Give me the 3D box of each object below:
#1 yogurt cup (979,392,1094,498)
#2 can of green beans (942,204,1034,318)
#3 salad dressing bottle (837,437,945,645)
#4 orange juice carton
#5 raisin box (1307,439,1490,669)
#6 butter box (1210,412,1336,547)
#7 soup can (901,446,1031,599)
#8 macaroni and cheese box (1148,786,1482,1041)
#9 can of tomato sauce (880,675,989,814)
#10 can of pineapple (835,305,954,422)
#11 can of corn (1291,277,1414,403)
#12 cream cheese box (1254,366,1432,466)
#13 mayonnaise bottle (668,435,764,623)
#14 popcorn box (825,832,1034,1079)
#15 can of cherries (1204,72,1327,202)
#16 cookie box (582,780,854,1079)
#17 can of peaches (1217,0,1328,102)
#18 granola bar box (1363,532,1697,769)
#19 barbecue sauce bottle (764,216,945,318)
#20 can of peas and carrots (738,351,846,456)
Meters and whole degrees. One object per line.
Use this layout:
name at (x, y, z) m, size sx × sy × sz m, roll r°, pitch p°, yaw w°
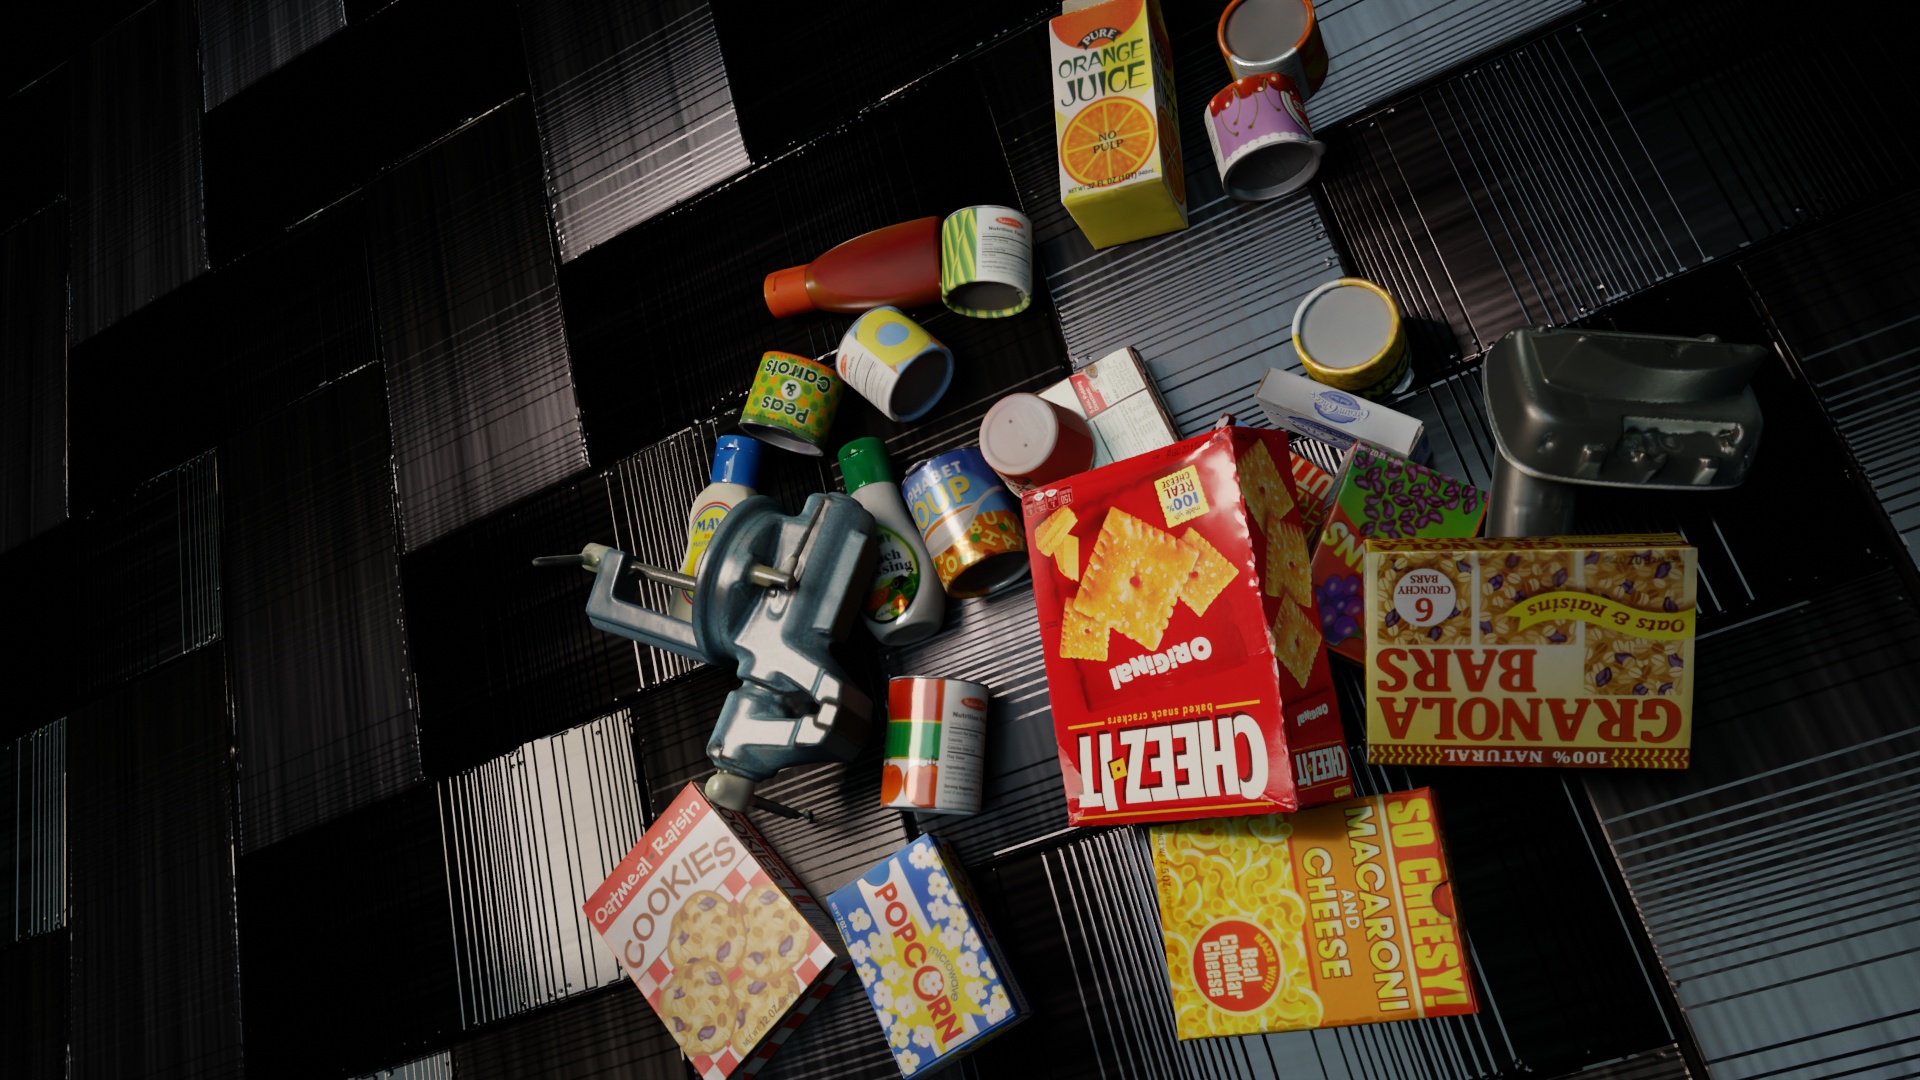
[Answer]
yogurt cup at (0.047, -0.063, 0.903) m, size 0.072 × 0.054 × 0.072 m, roll -6°, pitch 75°, yaw 24°
can of green beans at (0.020, -0.198, 0.993) m, size 0.071 × 0.071 × 0.058 m, roll -6°, pitch 73°, yaw 22°
salad dressing bottle at (-0.053, -0.001, 0.977) m, size 0.064 × 0.044 × 0.148 m, roll -26°, pitch 65°, yaw 21°
orange juice carton at (0.111, -0.313, 0.985) m, size 0.072 × 0.073 × 0.193 m, roll -10°, pitch 70°, yaw 21°
raisin box at (0.251, 0.014, 0.827) m, size 0.086 × 0.040 × 0.123 m, roll 23°, pitch 84°, yaw 4°
butter box at (0.197, -0.034, 0.889) m, size 0.104 × 0.024 × 0.053 m, roll 36°, pitch 91°, yaw 28°
soup can at (0.003, -0.012, 0.941) m, size 0.071 × 0.071 × 0.084 m, roll -30°, pitch 65°, yaw 13°
macaroni and cheese box at (0.201, 0.217, 0.801) m, size 0.166 × 0.040 × 0.124 m, roll -13°, pitch 70°, yaw 20°
can of tomato sauce at (-0.018, 0.135, 0.909) m, size 0.071 × 0.071 × 0.083 m, roll -2°, pitch 74°, yaw 23°
can of pineapple at (-0.045, -0.128, 1.001) m, size 0.058 × 0.071 × 0.071 m, roll 41°, pitch 93°, yaw 27°
can of corn at (0.249, -0.123, 0.874) m, size 0.071 × 0.058 × 0.071 m, roll -7°, pitch 72°, yaw 22°
cream cheese box at (0.239, -0.074, 0.866) m, size 0.104 × 0.053 × 0.024 m, roll 26°, pitch 88°, yaw 28°
mayonnaise bottle at (-0.175, -0.003, 1.033) m, size 0.065 × 0.041 × 0.148 m, roll 1°, pitch 76°, yaw 22°
popcorn box at (-0.020, 0.264, 0.885) m, size 0.085 × 0.038 × 0.127 m, roll -35°, pitch 64°, yaw 12°
can of cherries at (0.205, -0.272, 0.935) m, size 0.071 × 0.071 × 0.058 m, roll -17°, pitch 67°, yaw 18°
cookie box at (-0.167, 0.266, 0.947) m, size 0.123 × 0.040 × 0.168 m, roll -49°, pitch 62°, yaw 3°
can of peaches at (0.215, -0.342, 0.956) m, size 0.071 × 0.058 × 0.071 m, roll -7°, pitch 72°, yaw 22°
granola bar box at (0.307, 0.061, 0.762) m, size 0.165 × 0.039 × 0.124 m, roll -1°, pitch 101°, yaw 13°
barbecue sauce bottle at (-0.076, -0.199, 1.049) m, size 0.148 × 0.043 × 0.065 m, roll -8°, pitch 71°, yaw 22°
can of peas and carrots at (-0.123, -0.101, 1.024) m, size 0.071 × 0.071 × 0.059 m, roll 13°, pitch 79°, yaw 26°
